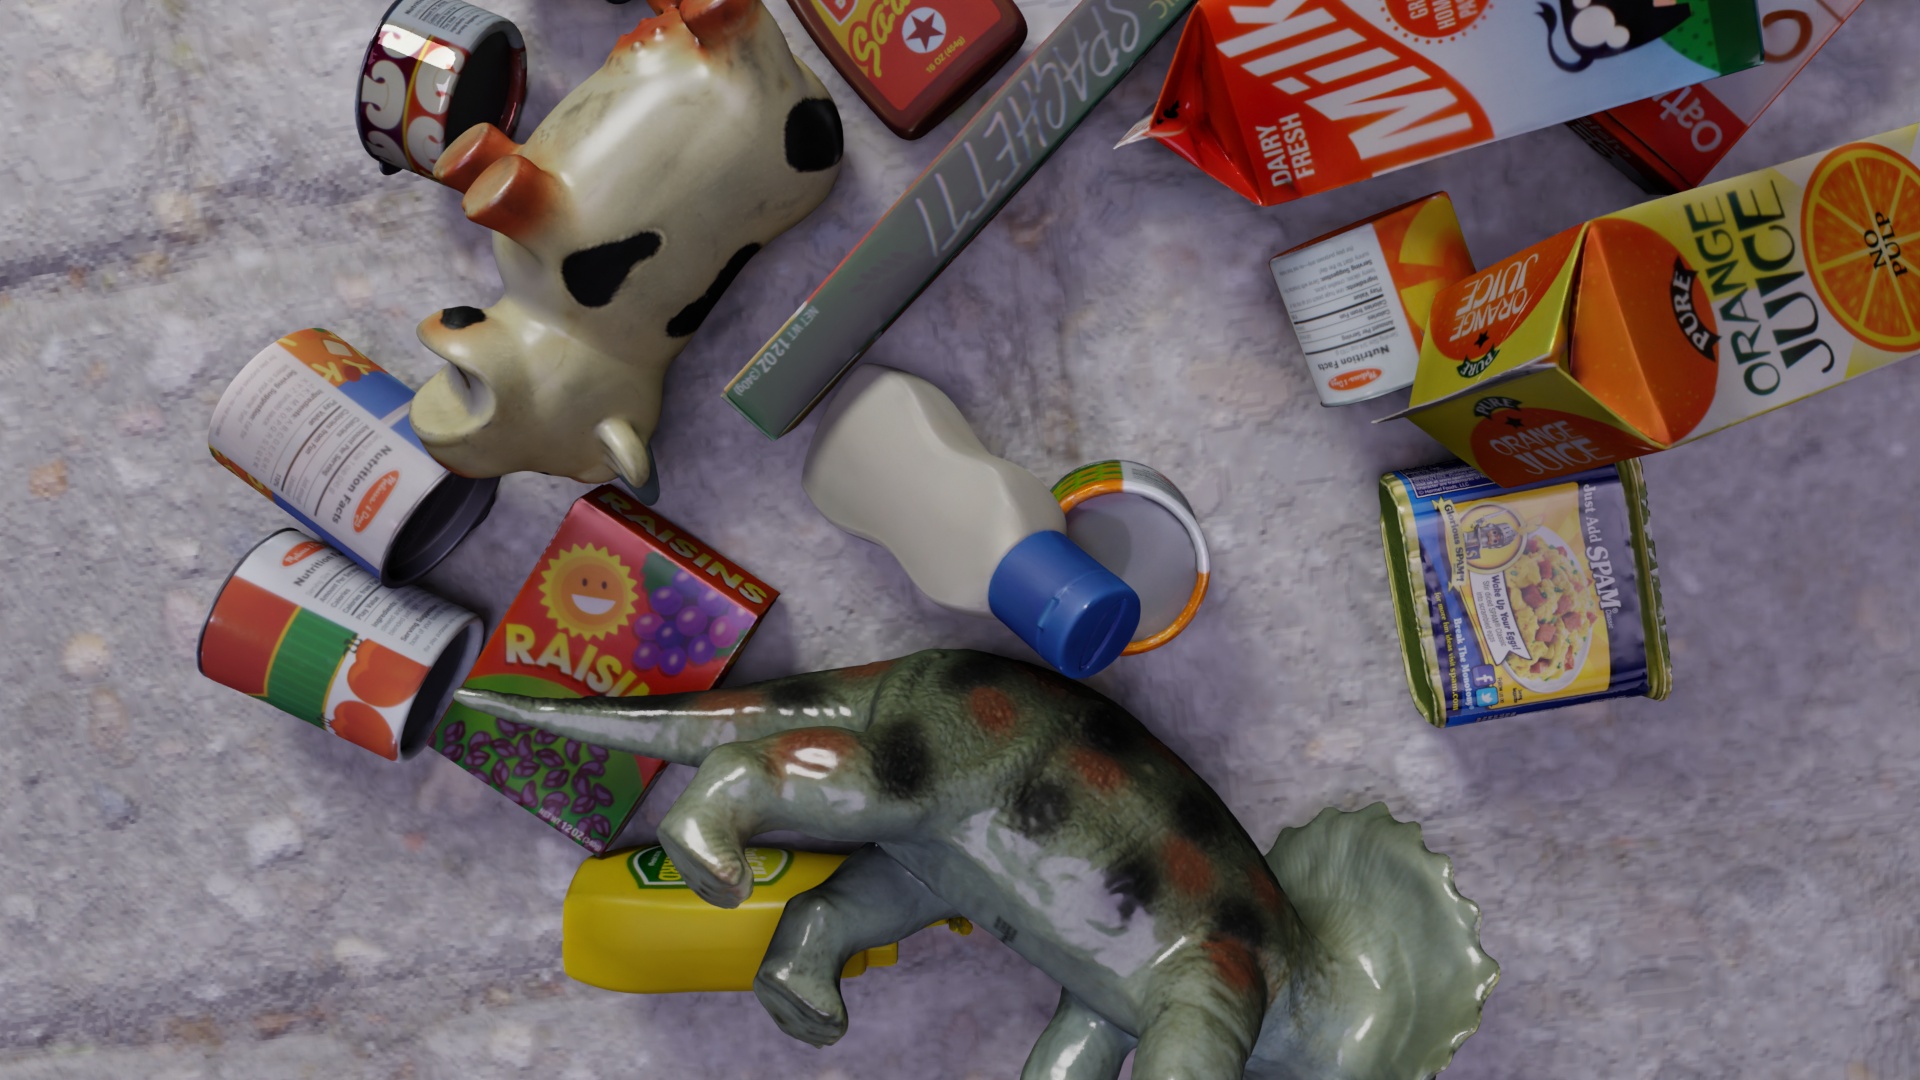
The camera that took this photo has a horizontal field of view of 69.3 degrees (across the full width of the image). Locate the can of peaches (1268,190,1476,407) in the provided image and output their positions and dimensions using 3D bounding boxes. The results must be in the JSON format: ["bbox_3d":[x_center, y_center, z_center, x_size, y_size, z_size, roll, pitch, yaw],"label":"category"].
[{"bbox_3d":[0.153,-0.087,0.500,0.071,0.071,0.058,-22,98,8],"label":"can of peaches"}]

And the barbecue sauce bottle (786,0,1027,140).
[{"bbox_3d":[-0.045,-0.220,0.501,0.065,0.044,0.148,-40,95,11],"label":"barbecue sauce bottle"}]

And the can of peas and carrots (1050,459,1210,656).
[{"bbox_3d":[0.058,0.007,0.526,0.071,0.059,0.070,1,100,5],"label":"can of peas and carrots"}]

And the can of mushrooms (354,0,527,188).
[{"bbox_3d":[-0.190,-0.163,0.511,0.033,0.071,0.071,21,101,-1],"label":"can of mushrooms"}]

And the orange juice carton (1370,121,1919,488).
[{"bbox_3d":[0.228,-0.071,0.449,0.193,0.071,0.073,-18,89,-20],"label":"orange juice carton"}]

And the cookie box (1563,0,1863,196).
[{"bbox_3d":[0.259,-0.224,0.479,0.123,0.040,0.167,39,101,-3],"label":"cookie box"}]

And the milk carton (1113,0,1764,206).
[{"bbox_3d":[0.145,-0.166,0.452,0.190,0.073,0.073,-11,114,29],"label":"milk carton"}]

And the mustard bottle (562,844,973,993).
[{"bbox_3d":[-0.075,0.151,0.561,0.160,0.065,0.048,0,99,-3],"label":"mustard bottle"}]

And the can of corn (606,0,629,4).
[{"bbox_3d":[-0.142,-0.232,0.495,0.058,0.071,0.071,19,101,7],"label":"can of corn"}]

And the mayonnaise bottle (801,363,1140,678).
[{"bbox_3d":[0.002,-0.006,0.494,0.148,0.041,0.064,40,108,39],"label":"mayonnaise bottle"}]

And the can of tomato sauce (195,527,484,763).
[{"bbox_3d":[-0.244,0.044,0.551,0.083,0.071,0.071,25,101,-1],"label":"can of tomato sauce"}]

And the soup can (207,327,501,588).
[{"bbox_3d":[-0.231,-0.032,0.537,0.084,0.071,0.071,36,101,2],"label":"soup can"}]

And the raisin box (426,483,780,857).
[{"bbox_3d":[-0.143,0.051,0.559,0.086,0.040,0.123,34,102,-2],"label":"raisin box"}]

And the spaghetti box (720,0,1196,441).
[{"bbox_3d":[0.008,-0.135,0.509,0.028,0.050,0.249,44,100,-6],"label":"spaghetti box"}]
